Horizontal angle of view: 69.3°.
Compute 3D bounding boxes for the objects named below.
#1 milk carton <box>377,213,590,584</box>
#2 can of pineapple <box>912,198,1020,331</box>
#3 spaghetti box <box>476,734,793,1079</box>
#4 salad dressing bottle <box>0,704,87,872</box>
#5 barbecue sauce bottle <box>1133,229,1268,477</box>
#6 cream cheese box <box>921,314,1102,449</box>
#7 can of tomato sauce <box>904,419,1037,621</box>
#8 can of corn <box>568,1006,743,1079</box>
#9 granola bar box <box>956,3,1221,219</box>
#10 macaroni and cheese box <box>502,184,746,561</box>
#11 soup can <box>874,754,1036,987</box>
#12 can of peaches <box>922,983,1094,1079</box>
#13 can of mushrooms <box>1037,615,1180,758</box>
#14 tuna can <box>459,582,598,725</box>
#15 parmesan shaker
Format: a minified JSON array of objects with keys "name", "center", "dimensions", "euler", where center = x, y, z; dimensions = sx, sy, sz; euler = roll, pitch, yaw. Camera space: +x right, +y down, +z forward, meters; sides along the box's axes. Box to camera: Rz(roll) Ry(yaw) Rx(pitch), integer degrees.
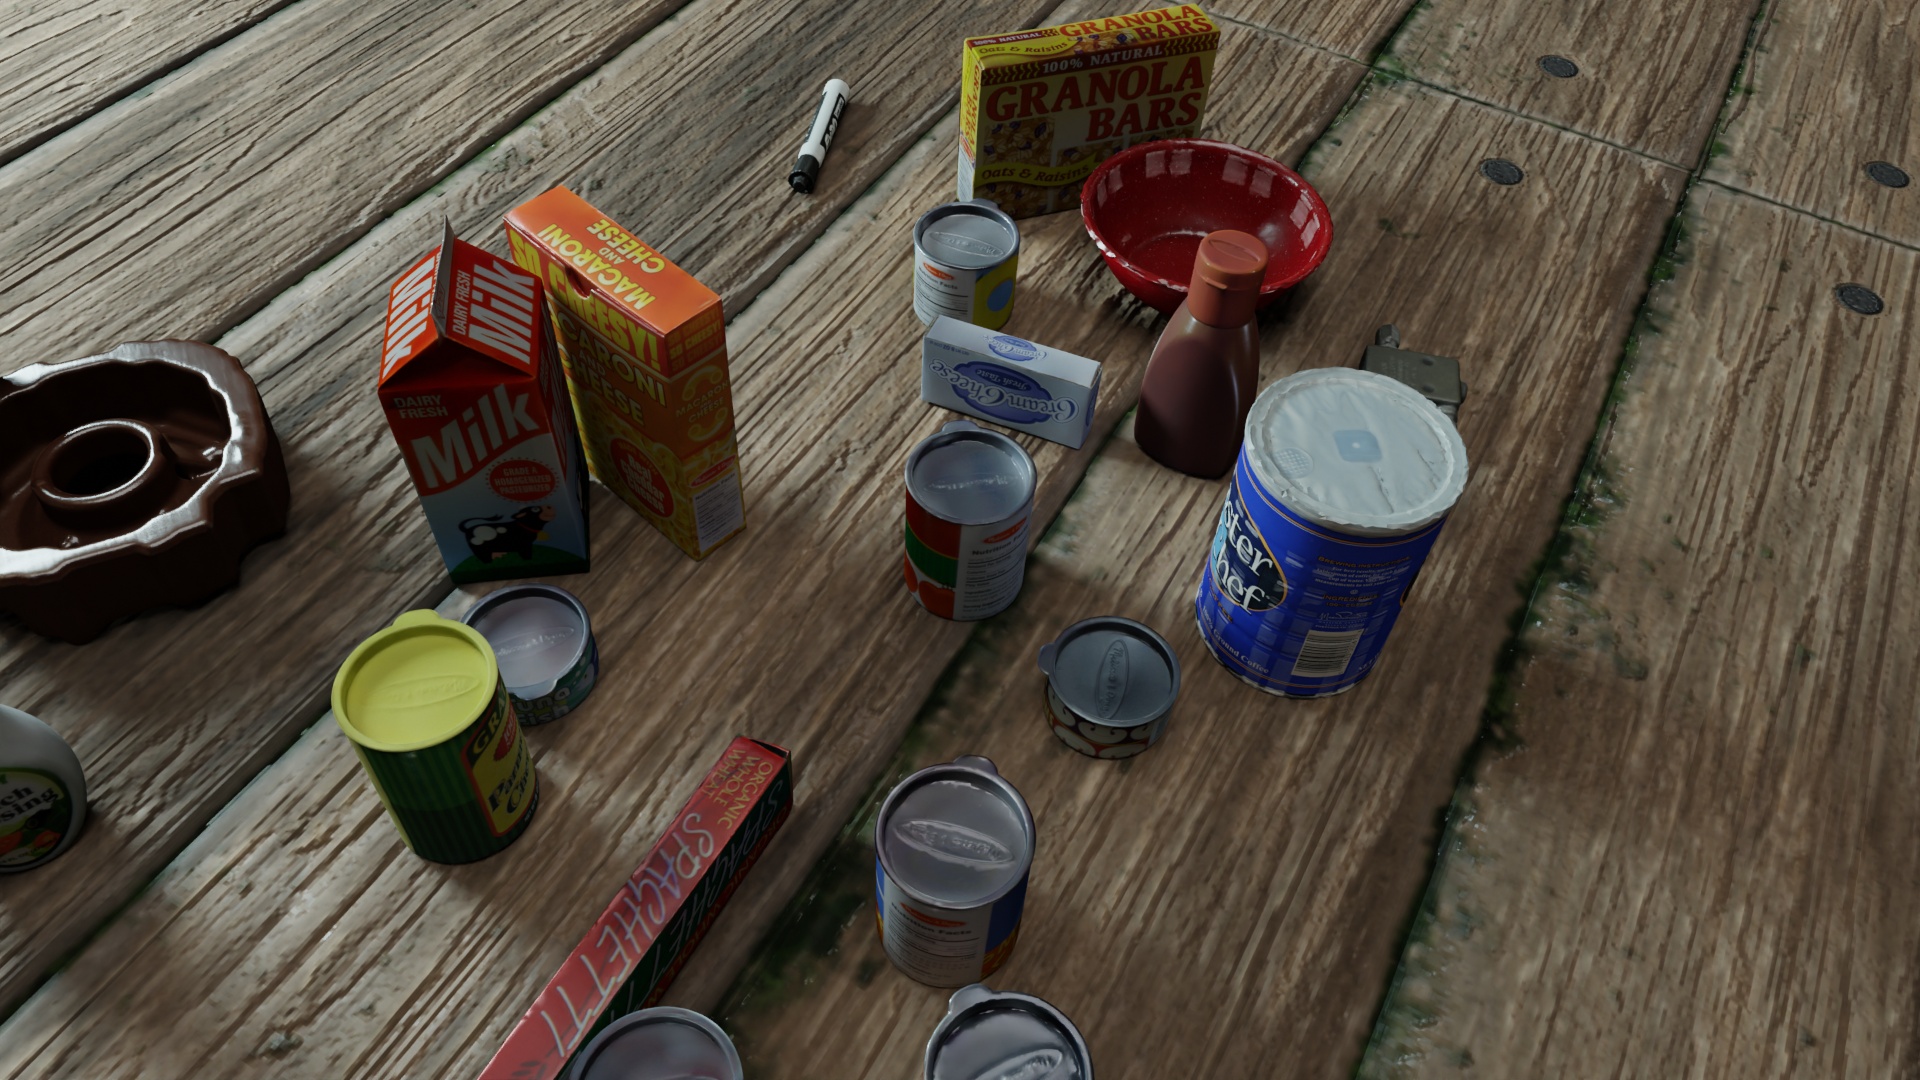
[{"name":"milk carton","center":[-0.234,-0.064,0.687],"dimensions":[0.073,0.189,0.073],"euler":[-6,51,-8]},{"name":"can of pineapple","center":[0.004,-0.171,0.876],"dimensions":[0.071,0.057,0.071],"euler":[2,51,-2]},{"name":"spaghetti box","center":[-0.147,0.188,0.575],"dimensions":[0.029,0.049,0.251],"euler":[24,53,15]},{"name":"salad dressing bottle","center":[-0.421,0.086,0.579],"dimensions":[0.064,0.146,0.044],"euler":[-24,56,-21]},{"name":"barbecue sauce bottle","center":[0.137,-0.102,0.768],"dimensions":[0.065,0.147,0.044],"euler":[27,54,18]},{"name":"cream cheese box","center":[0.029,-0.093,0.815],"dimensions":[0.104,0.053,0.024],"euler":[18,52,11]},{"name":"can of tomato sauce","center":[0.003,-0.009,0.725],"dimensions":[0.071,0.082,0.071],"euler":[2,51,-2]},{"name":"can of corn","center":[-0.115,0.227,0.540],"dimensions":[0.071,0.058,0.071],"euler":[2,51,-2]},{"name":"granola bar box","center":[0.082,-0.284,0.931],"dimensions":[0.166,0.123,0.039],"euler":[-14,53,-14]},{"name":"macaroni and cheese box","center":[-0.171,-0.082,0.721],"dimensions":[0.124,0.165,0.040],"euler":[36,57,24]},{"name":"soup can","center":[-0.003,0.143,0.599],"dimensions":[0.071,0.083,0.072],"euler":[2,51,-2]},{"name":"can of peaches","center":[0.016,0.220,0.553],"dimensions":[0.071,0.057,0.071],"euler":[2,51,-2]},{"name":"can of mushrooms","center":[0.072,0.073,0.694],"dimensions":[0.071,0.033,0.071],"euler":[2,51,-2]},{"name":"tuna can","center":[-0.214,0.058,0.689],"dimensions":[0.071,0.032,0.071],"euler":[2,50,-2]},{"name":"parmesan shaker","center":[-0.229,0.089,0.617],"dimensions":[0.071,0.102,0.072],"euler":[2,51,-2]}]
